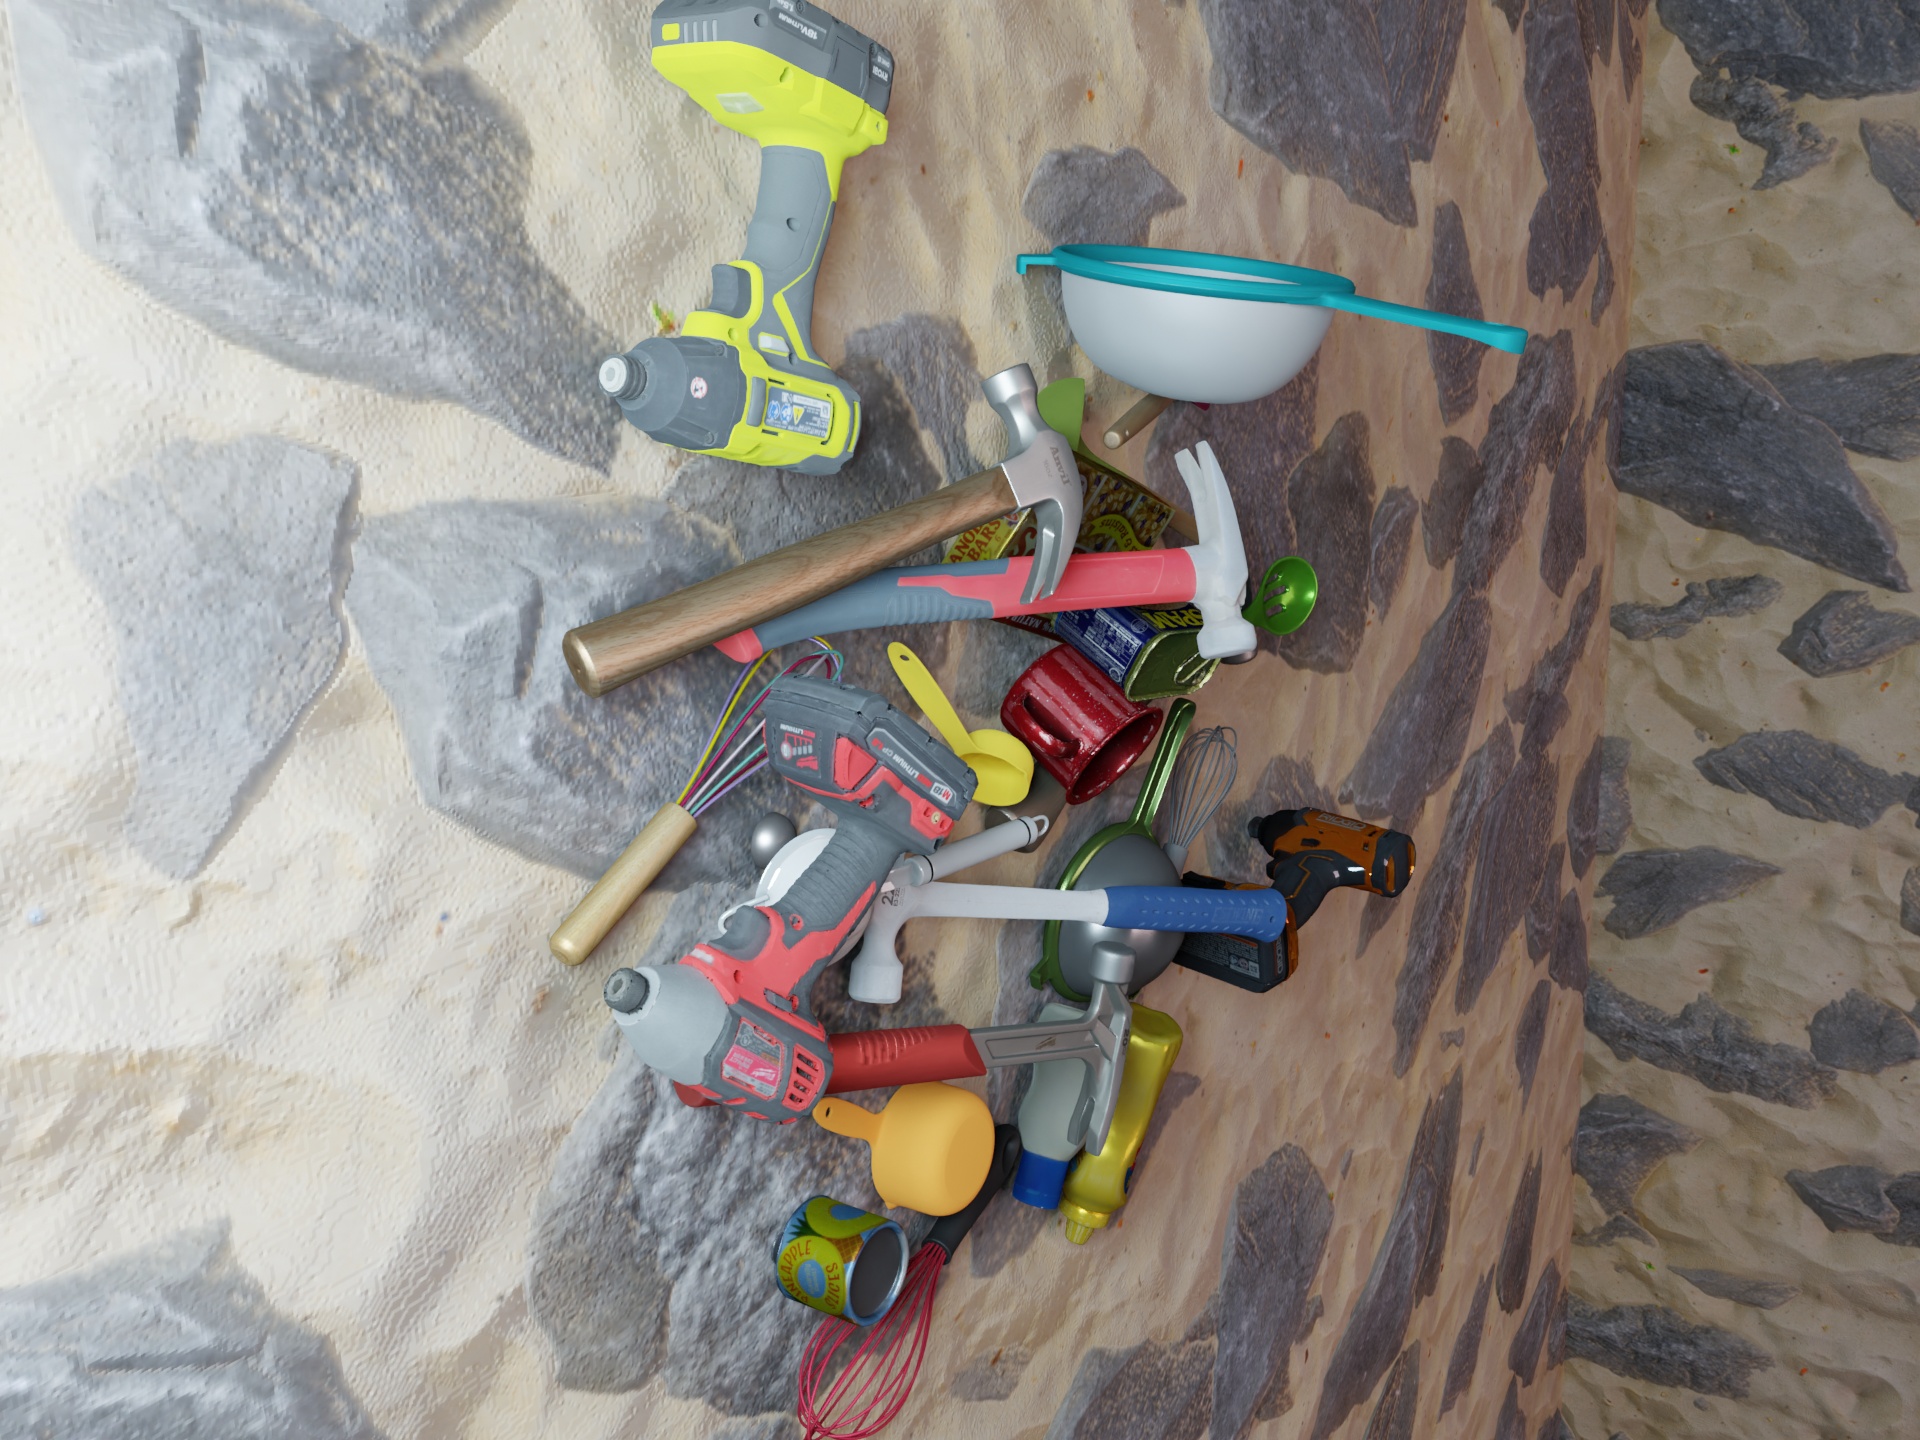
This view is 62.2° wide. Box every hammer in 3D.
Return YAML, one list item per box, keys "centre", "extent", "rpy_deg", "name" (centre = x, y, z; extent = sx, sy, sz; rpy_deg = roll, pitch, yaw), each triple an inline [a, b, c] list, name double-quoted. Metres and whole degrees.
- centre: [0.094, 0.127, 1.136]
  extent: [0.405, 0.035, 0.144]
  rpy_deg: [8, 87, -40]
  name: "hammer"
- centre: [-0.022, 0.219, 0.999]
  extent: [0.358, 0.037, 0.149]
  rpy_deg: [5, 97, -43]
  name: "hammer"
- centre: [0.135, -0.031, 1.265]
  extent: [0.411, 0.038, 0.146]
  rpy_deg: [-42, 128, -45]
  name: "hammer"
- centre: [0.019, -0.095, 0.957]
  extent: [0.386, 0.038, 0.143]
  rpy_deg: [-7, 83, -33]
  name: "hammer"
- centre: [-0.061, -0.087, 0.861]
  extent: [0.331, 0.031, 0.130]
  rpy_deg: [-27, 97, -32]
  name: "hammer"

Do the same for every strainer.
- centre: [-0.031, 0.094, 0.979]
  extent: [0.258, 0.050, 0.087]
  rpy_deg: [-16, 110, -43]
  name: "strainer"
- centre: [0.212, -0.254, 1.081]
  extent: [0.211, 0.341, 0.095]
  rpy_deg: [-19, 124, -47]
  name: "strainer"
- centre: [0.154, 0.110, 1.247]
  extent: [0.151, 0.069, 0.256]
  rpy_deg: [18, 92, -51]
  name: "strainer"

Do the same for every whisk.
- centre: [0.187, 0.111, 1.363]
  extent: [0.055, 0.055, 0.239]
  rpy_deg: [40, 66, -52]
  name: "whisk"
- centre: [-0.025, 0.375, 1.082]
  extent: [0.296, 0.073, 0.073]
  rpy_deg: [-46, 132, -51]
  name: "whisk"
- centre: [-0.135, 0.039, 0.864]
  extent: [0.245, 0.051, 0.047]
  rpy_deg: [-53, 142, -33]
  name: "whisk"

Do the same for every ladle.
- centre: [0.146, -0.173, 1.210]
  extent: [0.320, 0.062, 0.078]
  rpy_deg: [21, 73, -51]
  name: "ladle"

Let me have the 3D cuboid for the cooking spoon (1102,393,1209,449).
- centre: [0.155, -0.248, 1.214]
  extent: [0.319, 0.017, 0.068]
  rpy_deg: [-48, 125, -60]
  name: "cooking spoon"

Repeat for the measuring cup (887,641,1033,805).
- centre: [-0.002, -0.003, 1.059]
  extent: [0.156, 0.062, 0.029]
  rpy_deg: [55, 41, -33]
  name: "measuring cup"

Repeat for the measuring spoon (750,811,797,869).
- centre: [-0.091, 0.101, 0.962]
  extent: [0.034, 0.018, 0.124]
  rpy_deg: [-60, 141, -31]
  name: "measuring spoon"

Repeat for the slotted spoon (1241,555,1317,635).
- centre: [0.217, -0.073, 1.324]
  extent: [0.314, 0.031, 0.070]
  rpy_deg: [-29, 116, -48]
  name: "slotted spoon"

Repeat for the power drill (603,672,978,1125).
- centre: [-0.092, 0.093, 0.839]
  extent: [0.143, 0.079, 0.220]
  rpy_deg: [40, 72, -43]
  name: "power drill"

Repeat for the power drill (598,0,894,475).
- centre: [-0.109, -0.247, 0.820]
  extent: [0.171, 0.080, 0.223]
  rpy_deg: [-1, 100, -57]
  name: "power drill"

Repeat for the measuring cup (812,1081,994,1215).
- centre: [-0.034, 0.276, 1.049]
  extent: [0.173, 0.052, 0.095]
  rpy_deg: [40, 63, -54]
  name: "measuring cup"

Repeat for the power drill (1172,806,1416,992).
- centre: [0.282, 0.147, 1.435]
  extent: [0.226, 0.164, 0.084]
  rpy_deg: [-27, 119, -37]
  name: "power drill"
